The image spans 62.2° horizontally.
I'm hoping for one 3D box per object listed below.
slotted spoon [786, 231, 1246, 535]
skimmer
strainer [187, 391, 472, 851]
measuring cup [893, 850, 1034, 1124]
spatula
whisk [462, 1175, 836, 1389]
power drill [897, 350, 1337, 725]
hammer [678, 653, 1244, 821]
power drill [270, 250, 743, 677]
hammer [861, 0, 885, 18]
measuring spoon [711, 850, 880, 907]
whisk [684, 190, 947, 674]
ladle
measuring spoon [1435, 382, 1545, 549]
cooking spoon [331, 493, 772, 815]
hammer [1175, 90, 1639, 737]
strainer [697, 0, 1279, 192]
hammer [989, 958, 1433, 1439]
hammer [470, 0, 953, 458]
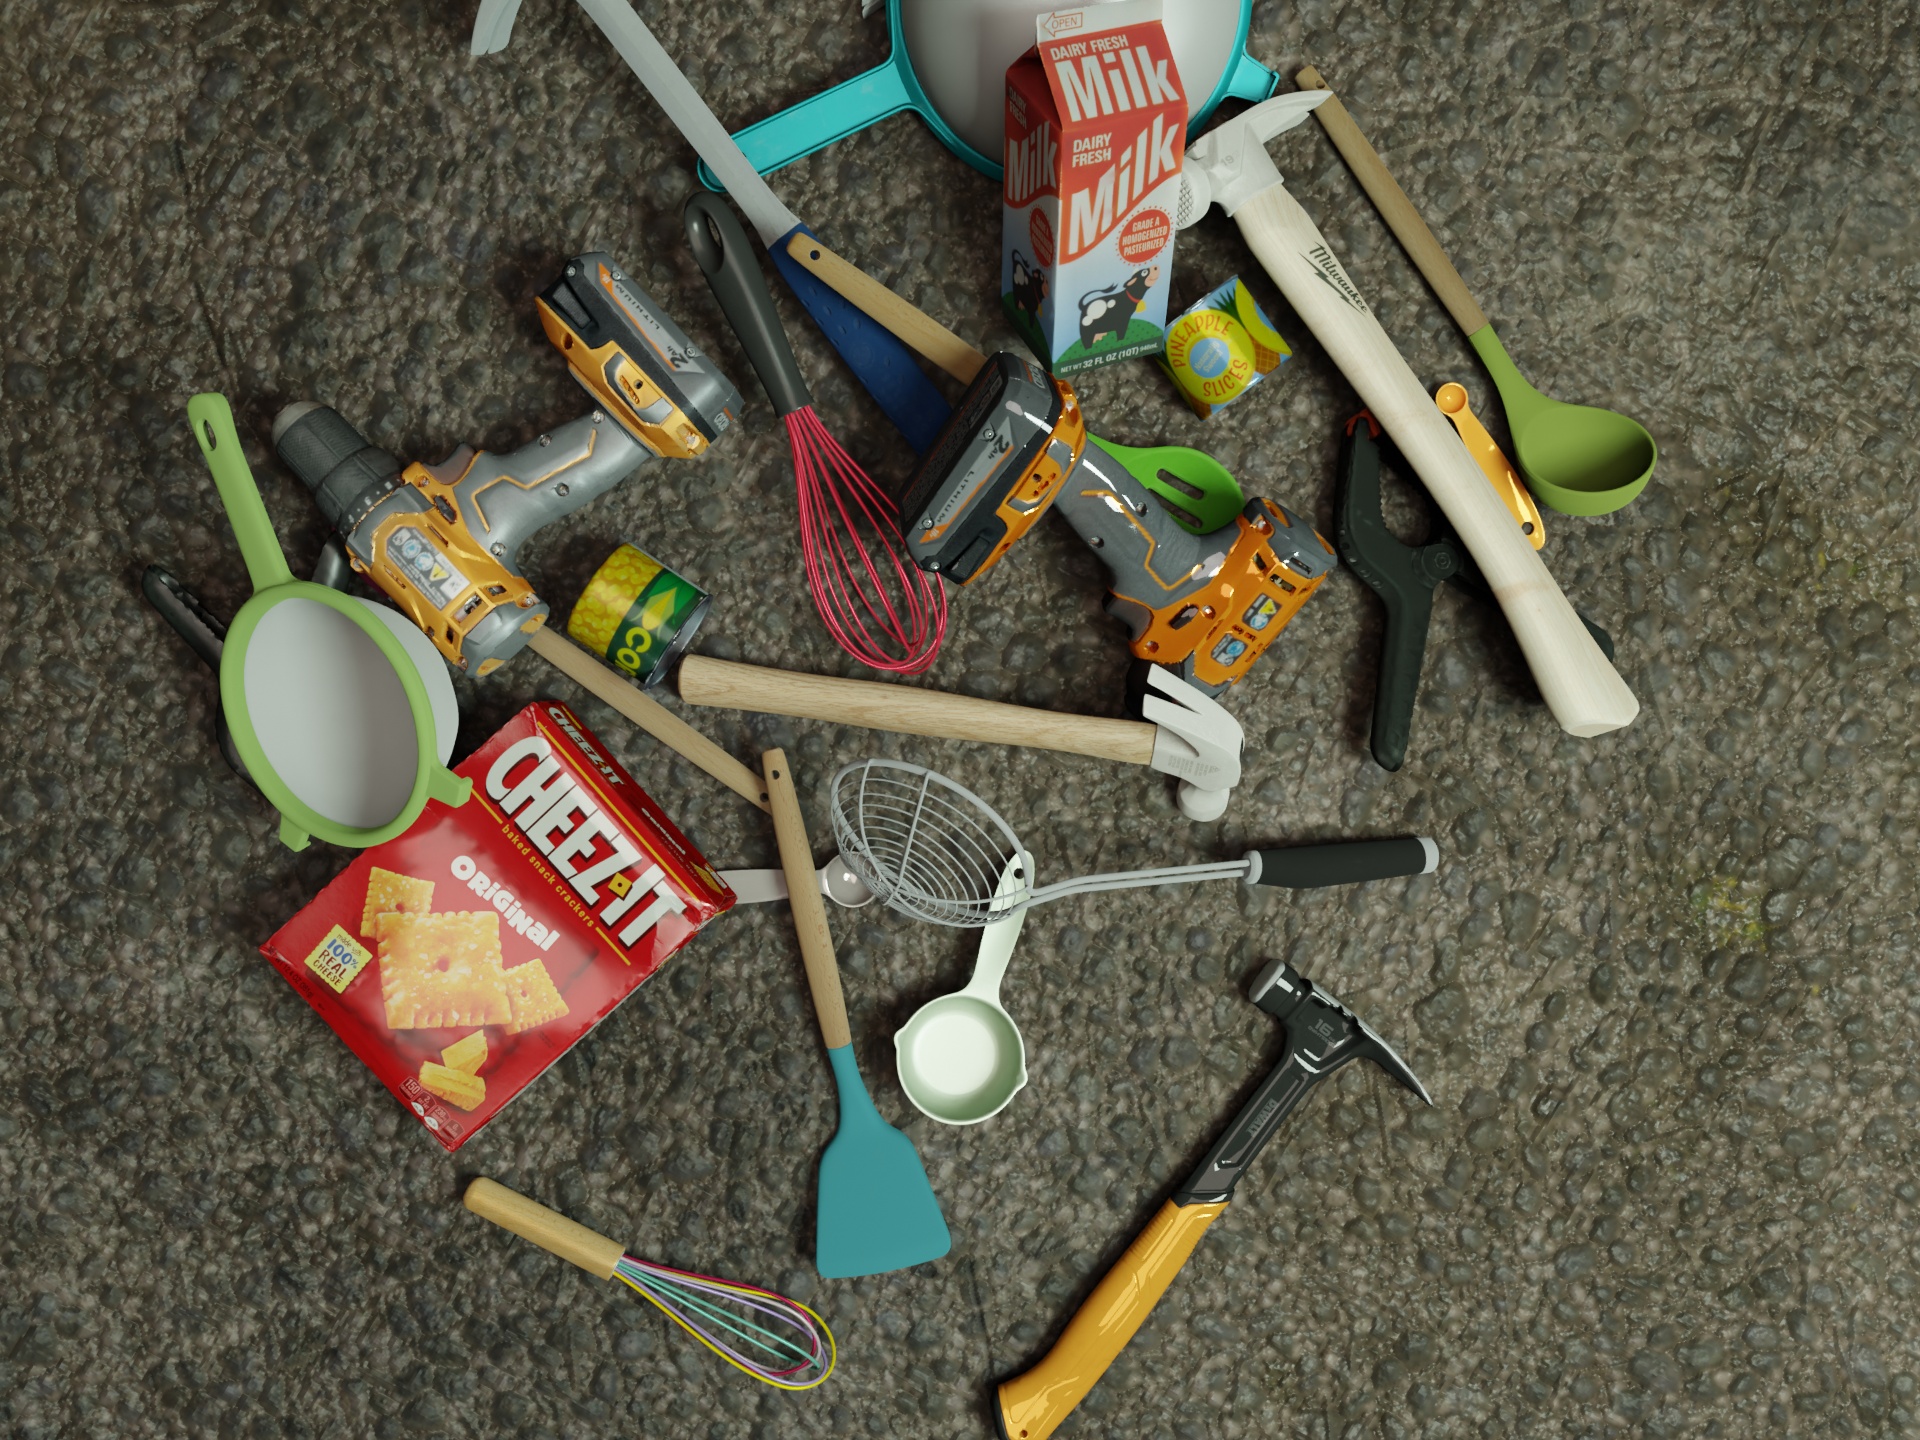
[{"bbox_3d":[0.036,-0.183,0.908,0.313,0.031,0.070,31,91,-20],"label":"slotted spoon"},{"bbox_3d":[0.107,0.064,0.932,0.363,0.127,0.090,-3,59,-16],"label":"skimmer"},{"bbox_3d":[-0.350,-0.059,0.878,0.151,0.069,0.256,-15,98,30],"label":"strainer"},{"bbox_3d":[0.013,0.160,0.962,0.083,0.038,0.168,19,78,-2],"label":"measuring cup"},{"bbox_3d":[-0.077,0.171,0.943,0.082,0.044,0.317,-12,99,3],"label":"spatula"},{"bbox_3d":[-0.186,0.336,0.961,0.245,0.051,0.047,26,71,1],"label":"whisk"},{"bbox_3d":[0.078,-0.087,0.900,0.226,0.084,0.164,28,114,-20],"label":"power drill"},{"bbox_3d":[-0.001,-0.003,0.923,0.331,0.130,0.031,8,63,5],"label":"hammer"},{"bbox_3d":[-0.261,-0.163,0.905,0.226,0.084,0.185,-44,91,-1],"label":"power drill"},{"bbox_3d":[-0.169,-0.467,0.922,0.331,0.033,0.128,-6,92,-1],"label":"hammer"},{"bbox_3d":[-0.109,0.097,0.963,0.124,0.018,0.034,-4,96,5],"label":"measuring spoon"},{"bbox_3d":[-0.086,-0.158,0.905,0.073,0.073,0.295,-25,102,-1],"label":"whisk"},{"bbox_3d":[0.297,-0.257,0.938,0.078,0.062,0.320,-35,91,-18],"label":"ladle"},{"bbox_3d":[0.322,-0.154,0.967,0.021,0.011,0.117,-33,97,1],"label":"measuring spoon"},{"bbox_3d":[-0.235,-0.039,0.947,0.319,0.017,0.069,35,91,-2],"label":"cooking spoon"},{"bbox_3d":[0.269,-0.171,0.915,0.146,0.038,0.410,-38,95,-31],"label":"hammer"},{"bbox_3d":[0.006,-0.372,0.879,0.340,0.095,0.210,-24,111,5],"label":"strainer"},{"bbox_3d":[0.139,0.313,0.970,0.127,0.034,0.337,38,91,-2],"label":"hammer"},{"bbox_3d":[-0.111,-0.280,0.902,0.144,0.035,0.405,-32,104,30],"label":"hammer"}]
